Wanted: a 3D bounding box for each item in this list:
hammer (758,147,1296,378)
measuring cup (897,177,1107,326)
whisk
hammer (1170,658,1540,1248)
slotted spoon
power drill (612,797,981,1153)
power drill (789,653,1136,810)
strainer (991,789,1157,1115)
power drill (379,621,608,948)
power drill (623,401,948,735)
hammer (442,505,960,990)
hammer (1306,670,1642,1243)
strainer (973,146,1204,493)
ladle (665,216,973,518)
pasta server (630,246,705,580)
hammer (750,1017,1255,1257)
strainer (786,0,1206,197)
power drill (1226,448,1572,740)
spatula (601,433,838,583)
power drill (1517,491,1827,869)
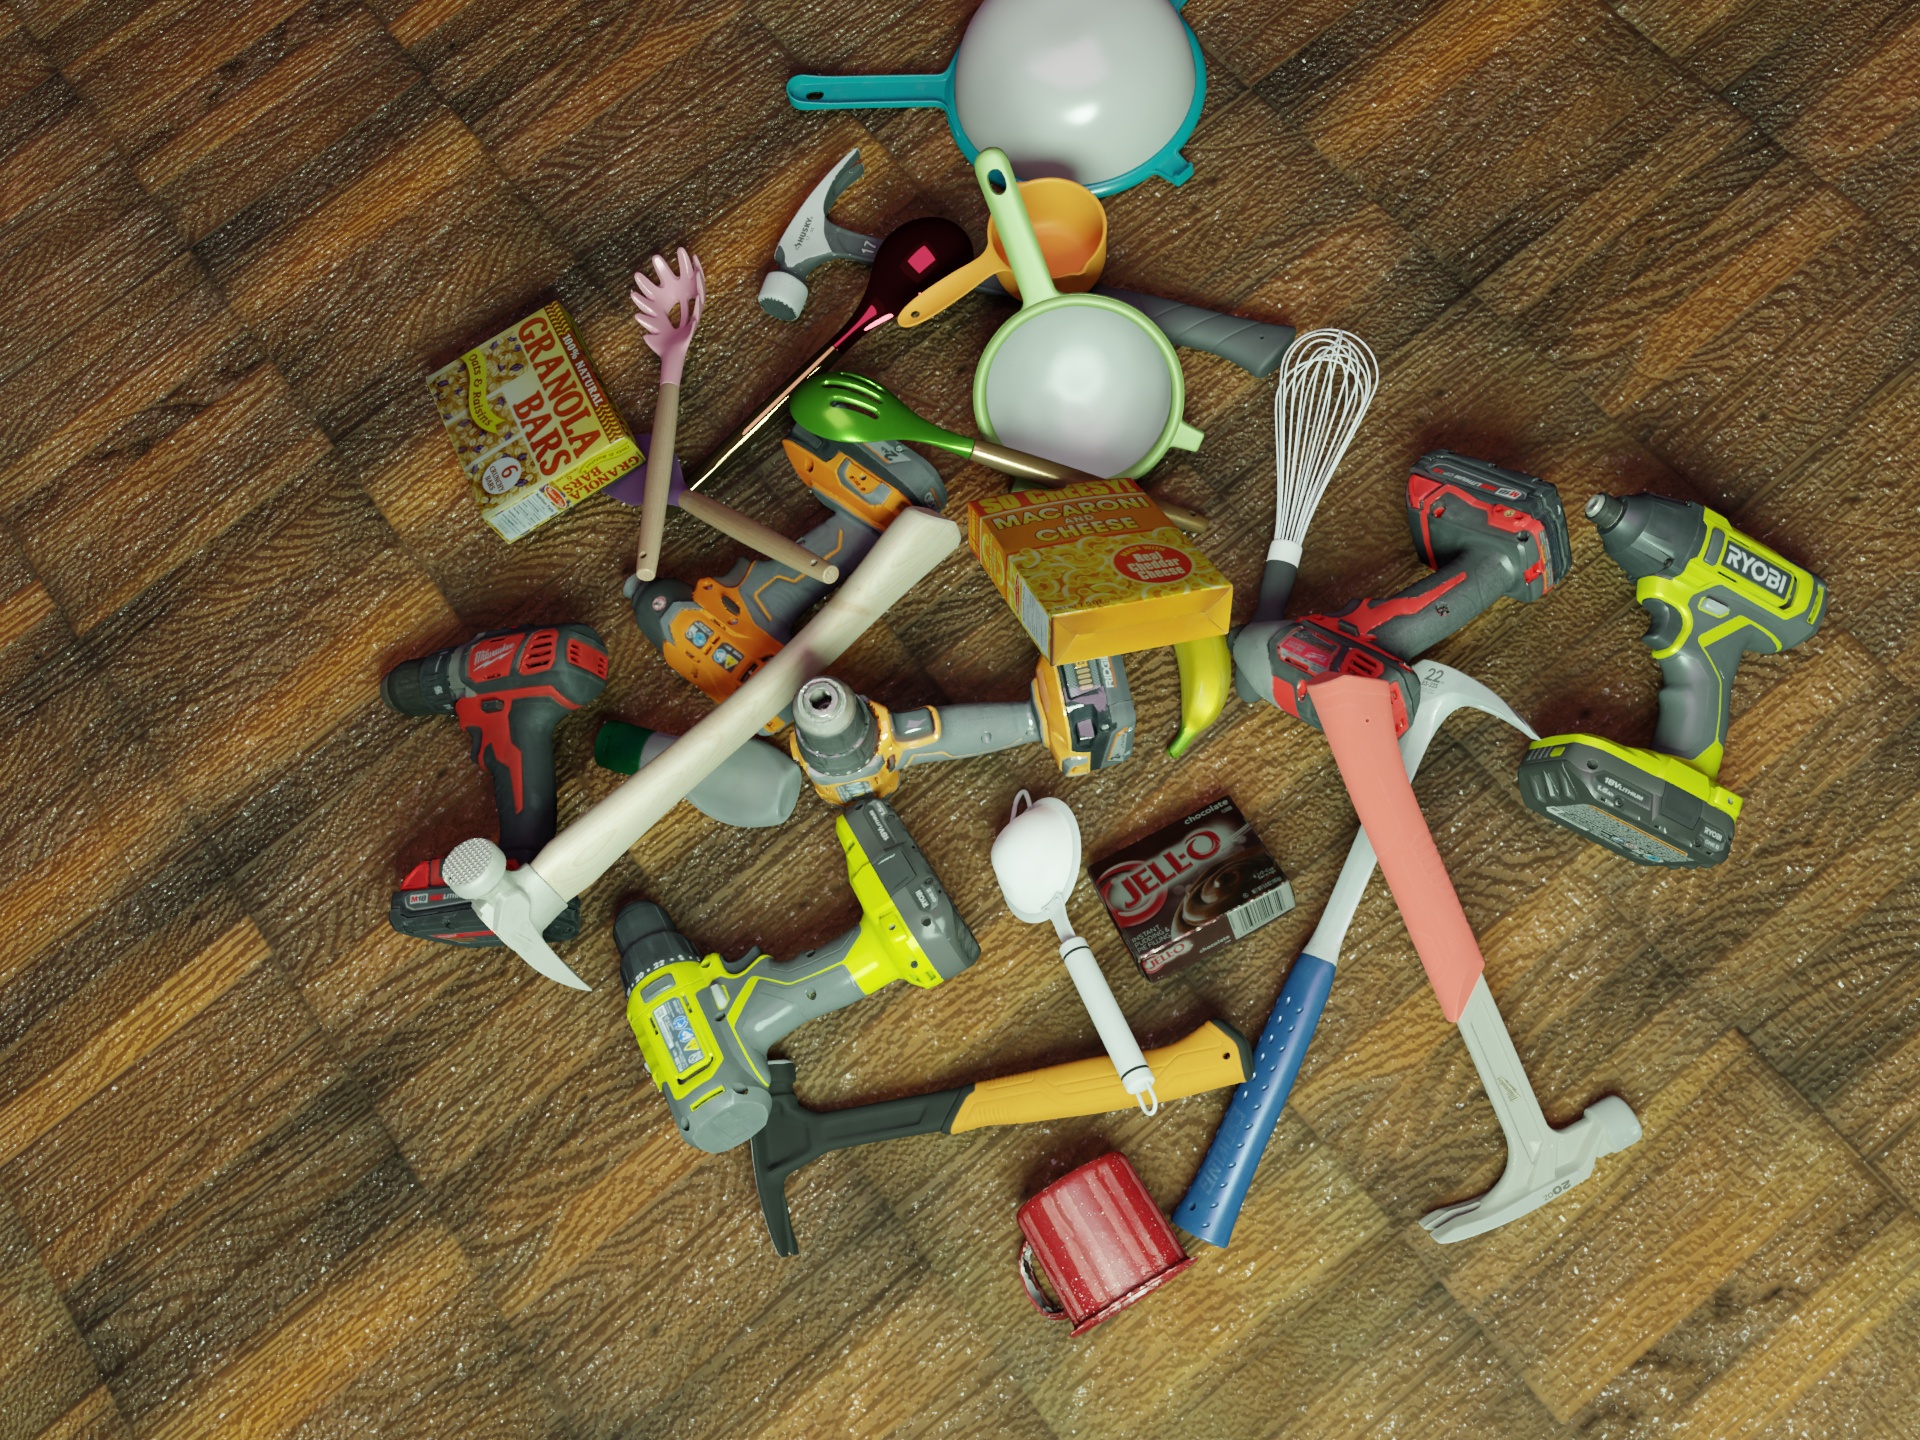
[{"bbox_3d":[0.055,-0.336,1.226,0.409,0.036,0.149,17,75,12],"label":"hammer"},{"bbox_3d":[0.030,-0.329,1.182,0.173,0.052,0.095,-33,71,-3],"label":"measuring cup"},{"bbox_3d":[0.240,-0.148,1.135,0.070,0.070,0.285,13,81,11],"label":"whisk"},{"bbox_3d":[0.241,0.146,1.031,0.144,0.035,0.405,16,79,50],"label":"hammer"},{"bbox_3d":[0.032,-0.188,1.134,0.313,0.031,0.070,17,50,-11],"label":"slotted spoon"},{"bbox_3d":[-0.120,0.154,1.070,0.228,0.080,0.191,-32,52,-3],"label":"power drill"},{"bbox_3d":[-0.002,-0.003,1.057,0.226,0.185,0.084,-12,73,1],"label":"power drill"},{"bbox_3d":[0.070,0.142,1.036,0.087,0.050,0.259,-52,47,32],"label":"strainer"},{"bbox_3d":[-0.346,0.044,1.136,0.188,0.080,0.227,-7,71,24],"label":"power drill"},{"bbox_3d":[-0.134,-0.122,1.165,0.164,0.084,0.226,36,84,18],"label":"power drill"},{"bbox_3d":[-0.149,0.006,1.075,0.410,0.146,0.038,-44,48,-15],"label":"hammer"},{"bbox_3d":[0.287,0.137,0.973,0.149,0.037,0.359,-26,98,-5],"label":"hammer"},{"bbox_3d":[0.067,-0.288,1.140,0.151,0.069,0.256,-17,115,15],"label":"strainer"},{"bbox_3d":[-0.114,-0.265,1.208,0.315,0.031,0.069,-43,84,5],"label":"ladle"},{"bbox_3d":[-0.224,-0.234,1.189,0.060,0.040,0.317,-12,54,15],"label":"pasta server"},{"bbox_3d":[0.024,0.256,1.032,0.337,0.034,0.127,-14,71,11],"label":"hammer"},{"bbox_3d":[0.024,-0.524,1.254,0.340,0.095,0.211,1,74,7],"label":"strainer"},{"bbox_3d":[0.288,-0.080,1.059,0.220,0.078,0.143,-40,41,-15],"label":"power drill"},{"bbox_3d":[-0.181,-0.154,1.141,0.316,0.018,0.060,31,79,44],"label":"spatula"},{"bbox_3d":[0.456,-0.031,1.037,0.171,0.080,0.223,26,77,-10],"label":"power drill"}]
